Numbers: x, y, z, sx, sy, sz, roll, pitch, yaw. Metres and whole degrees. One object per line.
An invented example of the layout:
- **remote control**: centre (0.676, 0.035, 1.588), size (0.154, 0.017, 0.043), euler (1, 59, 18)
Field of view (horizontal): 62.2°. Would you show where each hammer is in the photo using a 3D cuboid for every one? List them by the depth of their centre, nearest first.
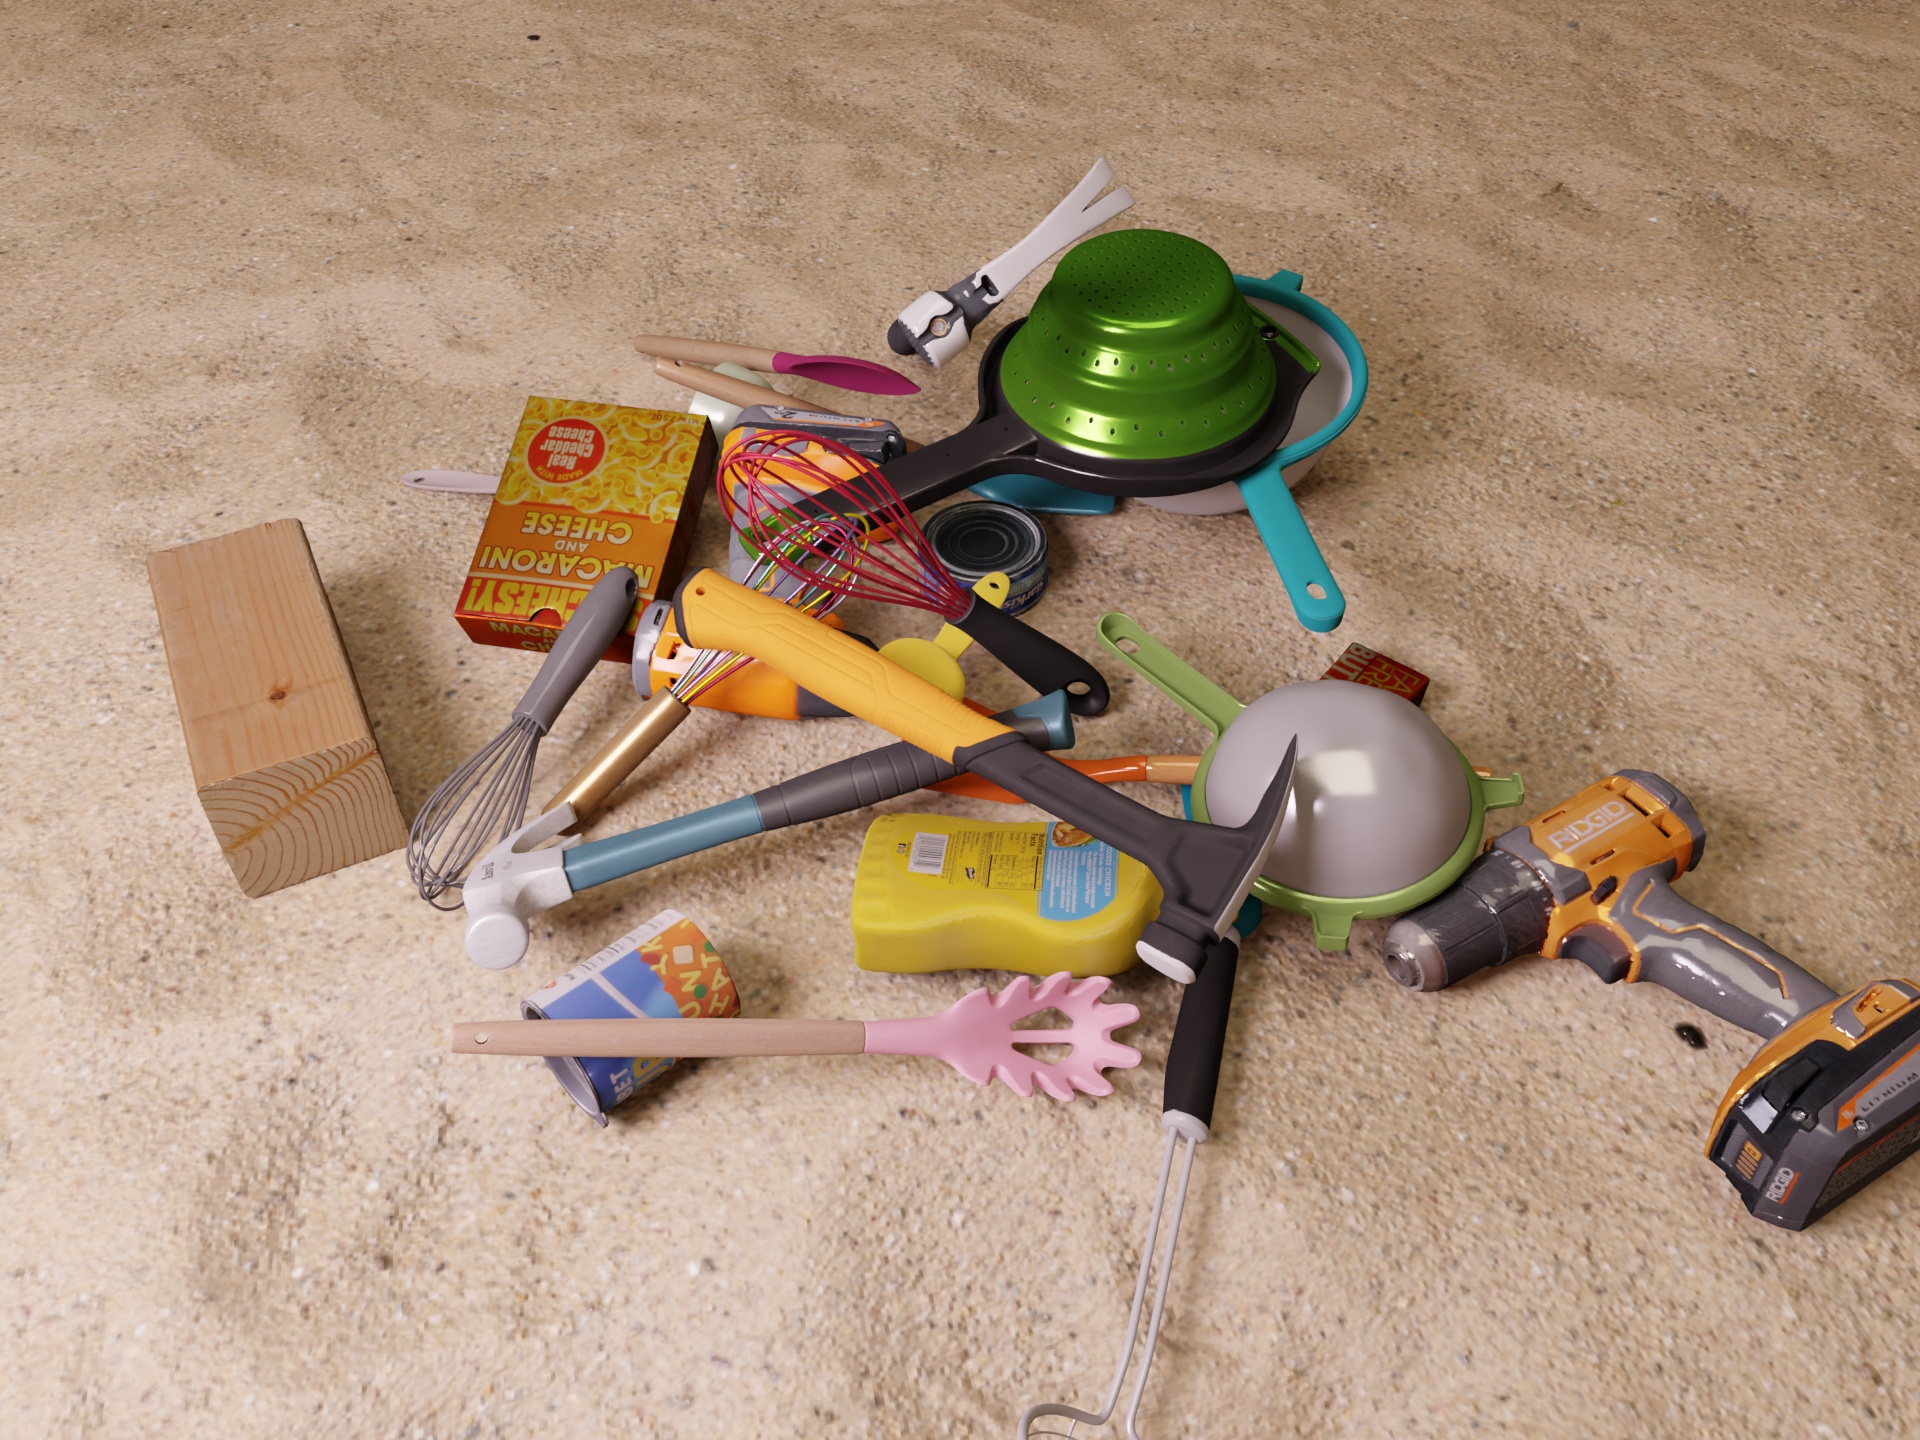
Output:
- **hammer**: centre (-0.001, -0.003, 0.797), size (0.337, 0.034, 0.127), euler (27, 74, 19)
- **hammer**: centre (-0.092, 0.045, 0.833), size (0.331, 0.033, 0.128), euler (-17, 19, -10)
- **hammer**: centre (0.001, -0.276, 1.035), size (0.149, 0.036, 0.409), euler (-39, 13, -2)

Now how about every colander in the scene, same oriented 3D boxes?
- **colander**: centre (0.042, -0.205, 0.965), size (0.397, 0.094, 0.205), euler (-26, 53, -19)

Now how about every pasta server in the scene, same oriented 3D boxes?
- **pasta server**: centre (-0.070, 0.146, 0.734), size (0.316, 0.040, 0.060), euler (3, 77, -17)

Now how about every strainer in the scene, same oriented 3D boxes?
- **strainer**: centre (0.161, -0.005, 0.844), size (0.151, 0.069, 0.257), euler (-33, 52, -21)
- **strainer**: centre (0.178, -0.161, 1.046), size (0.211, 0.095, 0.341), euler (-10, 51, -6)

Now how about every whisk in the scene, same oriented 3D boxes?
- **whisk**: centre (-0.014, -0.071, 0.862), size (0.073, 0.295, 0.073), euler (-27, 48, 34)
- **whisk**: centre (-0.140, -0.027, 0.880), size (0.245, 0.051, 0.047), euler (-45, 74, -1)
- **whisk**: centre (-0.239, 0.003, 0.893), size (0.055, 0.055, 0.239), euler (15, 56, 14)

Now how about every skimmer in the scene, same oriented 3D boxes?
- **skimmer**: centre (0.105, 0.215, 0.676), size (0.127, 0.090, 0.364), euler (35, 43, -13)

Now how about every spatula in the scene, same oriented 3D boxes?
- **spatula**: centre (0.128, 0.022, 0.886), size (0.322, 0.041, 0.081), euler (1, 45, 12)
- **spatula**: centre (-0.049, -0.197, 1.074), size (0.317, 0.044, 0.082), euler (16, 44, -15)

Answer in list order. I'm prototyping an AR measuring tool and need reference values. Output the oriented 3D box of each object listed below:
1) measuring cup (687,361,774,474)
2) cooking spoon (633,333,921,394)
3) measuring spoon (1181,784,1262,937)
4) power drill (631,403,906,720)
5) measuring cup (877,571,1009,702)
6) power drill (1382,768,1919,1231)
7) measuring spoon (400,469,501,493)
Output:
- **measuring cup**: centre (-0.176, -0.170, 1.081), size (0.038, 0.083, 0.168), euler (24, 65, 11)
- **cooking spoon**: centre (-0.142, -0.254, 1.116), size (0.068, 0.017, 0.319), euler (13, 4, -45)
- **measuring spoon**: centre (0.137, 0.063, 0.871), size (0.042, 0.021, 0.129), euler (-2, 46, -2)
- **power drill**: centre (-0.094, -0.093, 0.989), size (0.164, 0.084, 0.227), euler (8, 50, 5)
- **measuring cup**: centre (-0.004, -0.051, 0.926), size (0.062, 0.029, 0.157), euler (31, 47, 5)
- **power drill**: centre (0.335, 0.131, 0.767), size (0.185, 0.084, 0.226), euler (-24, 46, -18)
- **measuring spoon**: centre (-0.333, -0.158, 1.101), size (0.124, 0.018, 0.034), euler (8, 46, 18)
